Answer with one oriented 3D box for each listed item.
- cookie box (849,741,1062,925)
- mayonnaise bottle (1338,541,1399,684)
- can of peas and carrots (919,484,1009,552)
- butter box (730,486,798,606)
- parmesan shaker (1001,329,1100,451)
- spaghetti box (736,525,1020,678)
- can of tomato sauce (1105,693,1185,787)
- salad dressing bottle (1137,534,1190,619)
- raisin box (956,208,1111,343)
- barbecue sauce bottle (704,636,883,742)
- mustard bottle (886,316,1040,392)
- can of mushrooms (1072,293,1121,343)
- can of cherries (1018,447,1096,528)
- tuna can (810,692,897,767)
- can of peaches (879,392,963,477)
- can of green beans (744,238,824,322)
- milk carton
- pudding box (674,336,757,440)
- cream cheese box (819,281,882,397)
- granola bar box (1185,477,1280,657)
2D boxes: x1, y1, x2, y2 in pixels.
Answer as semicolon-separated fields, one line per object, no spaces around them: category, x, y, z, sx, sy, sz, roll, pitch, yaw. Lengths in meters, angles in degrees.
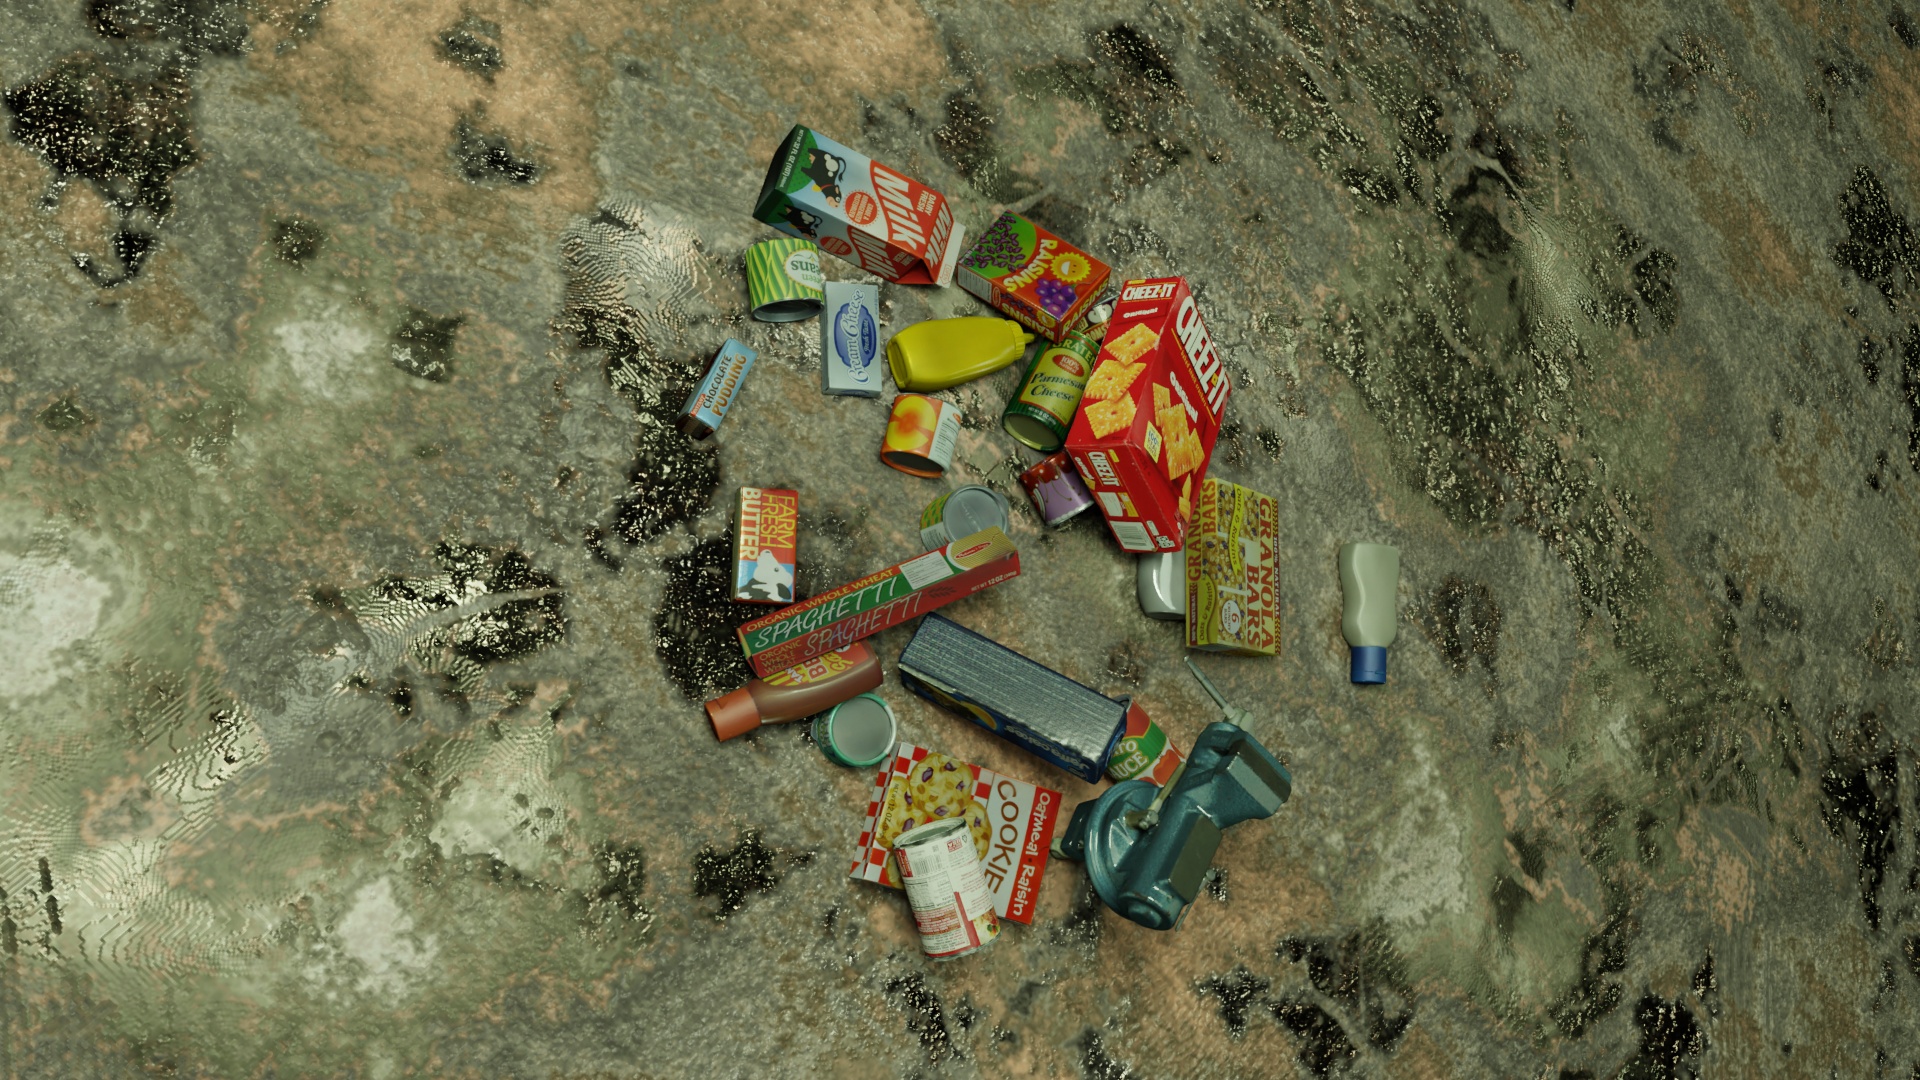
cookie box;-0.001;0.263;1.242;0.167;0.040;0.123;21;72;-20
mayonnaise bottle;0.433;0.078;1.475;0.065;0.041;0.148;8;78;-21
can of peas and carrots;0.005;-0.016;1.287;0.071;0.058;0.071;5;78;-24
butter box;-0.172;0.005;1.221;0.053;0.024;0.103;6;78;-23
parmesan shaker;0.093;-0.144;1.346;0.071;0.071;0.103;34;69;-16
spaghetti box;-0.070;0.052;1.208;0.250;0.050;0.028;-22;125;-10
can of tomato sauce;0.162;0.199;1.313;0.083;0.071;0.071;48;66;-10
salad dressing bottle;0.209;0.003;1.385;0.064;0.044;0.148;12;74;-26
raisin box;0.070;-0.256;1.341;0.123;0.040;0.086;34;65;17
barbecue sauce bottle;-0.144;0.128;1.193;0.149;0.065;0.043;-23;124;-18
mustard bottle;0.010;-0.182;1.326;0.161;0.048;0.065;-14;84;-27
can of mushrooms;0.139;-0.217;1.380;0.071;0.071;0.033;-26;93;-26
can of cherries;0.095;-0.052;1.332;0.072;0.071;0.058;-33;95;-26
tuna can;-0.093;0.166;1.222;0.071;0.032;0.071;5;78;-24
can of peaches;-0.038;-0.096;1.280;0.071;0.071;0.058;19;74;-20
can of green beans;-0.158;-0.233;1.249;0.071;0.071;0.058;-4;82;-25
milk carton;-0.086;-0.302;1.291;0.190;0.073;0.072;21;72;-20
pudding box;-0.214;-0.133;1.214;0.030;0.049;0.084;31;69;-18
cream cheese box;-0.102;-0.186;1.289;0.053;0.024;0.104;1;80;-23
granola bar box;0.273;0.029;1.386;0.124;0.039;0.166;13;74;-47
